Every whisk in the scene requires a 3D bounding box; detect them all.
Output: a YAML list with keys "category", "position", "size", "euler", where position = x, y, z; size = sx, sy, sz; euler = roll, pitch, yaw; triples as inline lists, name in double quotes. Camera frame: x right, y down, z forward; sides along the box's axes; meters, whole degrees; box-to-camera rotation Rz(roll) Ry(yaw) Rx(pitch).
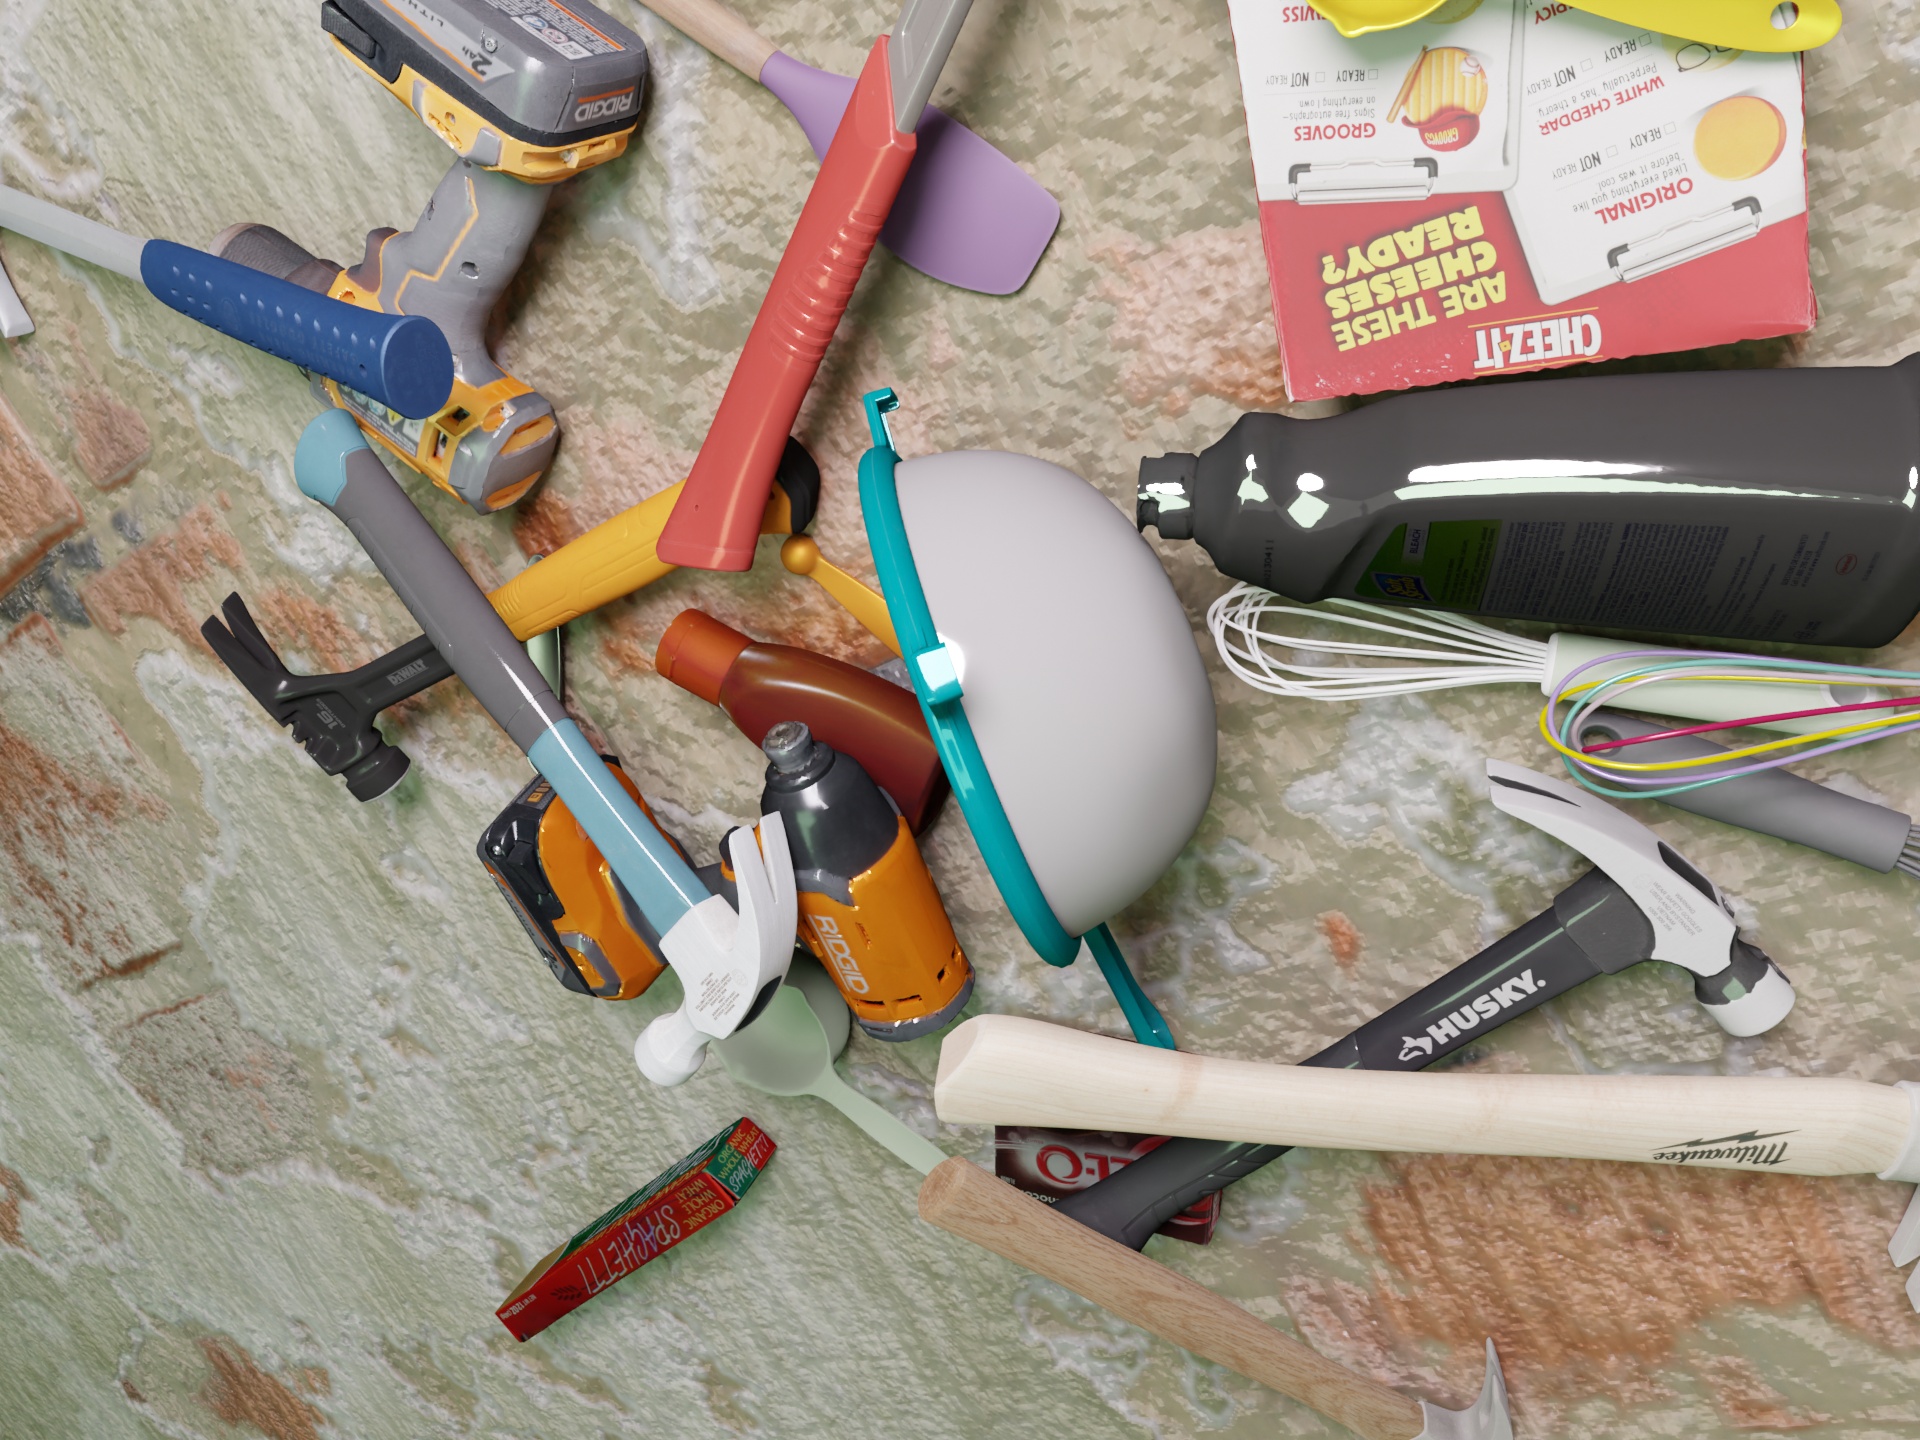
- category: "whisk"
  position: [0.215, -0.022, 0.602]
  size: [0.246, 0.058, 0.059]
  euler: [10, 153, 18]
- category: "whisk"
  position: [0.337, 0.041, 0.573]
  size: [0.239, 0.055, 0.055]
  euler: [21, 122, 20]
- category: "whisk"
  position: [0.323, -0.004, 0.532]
  size: [0.245, 0.047, 0.051]
  euler: [-5, 97, 12]

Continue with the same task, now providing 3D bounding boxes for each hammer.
- category: "hammer"
  position: [-0.376, -0.206, 0.737]
  size: [0.406, 0.035, 0.144]
  euler: [24, 125, 30]
- category: "hammer"
  position: [0.162, 0.148, 0.682]
  size: [0.146, 0.035, 0.334]
  euler: [44, 118, -11]
- category: "hammer"
  position: [0.124, 0.284, 0.739]
  size: [0.331, 0.031, 0.130]
  euler: [32, 125, -18]
- category: "hammer"
  position: [0.195, 0.163, 0.632]
  size: [0.410, 0.038, 0.146]
  euler: [2, 124, 7]
- category: "hammer"
  position: [-0.189, -0.002, 0.698]
  size: [0.331, 0.033, 0.128]
  euler: [51, 121, 9]
- category: "hammer"
  position: [-0.043, -0.204, 0.591]
  size: [0.149, 0.036, 0.359]
  euler: [55, 130, 31]
- category: "hammer"
  position: [-0.213, -0.061, 0.763]
  size: [0.337, 0.034, 0.127]
  euler: [-22, 120, 26]

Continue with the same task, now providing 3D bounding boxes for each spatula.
- category: "spatula"
  position: [-0.097, -0.274, 0.636]
  size: [0.316, 0.018, 0.059]
  euler: [37, 125, 3]

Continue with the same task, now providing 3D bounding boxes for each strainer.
- category: "strainer"
  position: [0.066, 0.025, 0.648]
  size: [0.095, 0.211, 0.340]
  euler: [-22, 128, 8]

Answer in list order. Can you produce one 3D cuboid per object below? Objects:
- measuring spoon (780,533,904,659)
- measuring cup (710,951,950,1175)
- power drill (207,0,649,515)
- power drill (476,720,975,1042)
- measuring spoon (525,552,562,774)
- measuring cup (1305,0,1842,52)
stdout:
- category: "measuring spoon"
  position: [-0.037, -0.045, 0.725]
  size: [0.117, 0.011, 0.021]
  euler: [39, 125, 3]
- category: "measuring cup"
  position: [-0.059, 0.183, 0.836]
  size: [0.167, 0.038, 0.083]
  euler: [37, 124, 2]
- category: "power drill"
  position: [-0.243, -0.225, 0.696]
  size: [0.185, 0.084, 0.226]
  euler: [36, 129, 7]
- category: "power drill"
  position: [-0.116, 0.068, 0.751]
  size: [0.226, 0.084, 0.164]
  euler: [0, 128, 32]
- category: "measuring spoon"
  position: [-0.209, -0.027, 0.818]
  size: [0.034, 0.018, 0.124]
  euler: [8, 111, 20]
- category: "measuring cup"
  position: [0.169, -0.216, 0.452]
  size: [0.156, 0.029, 0.062]
  euler: [16, 122, 4]
